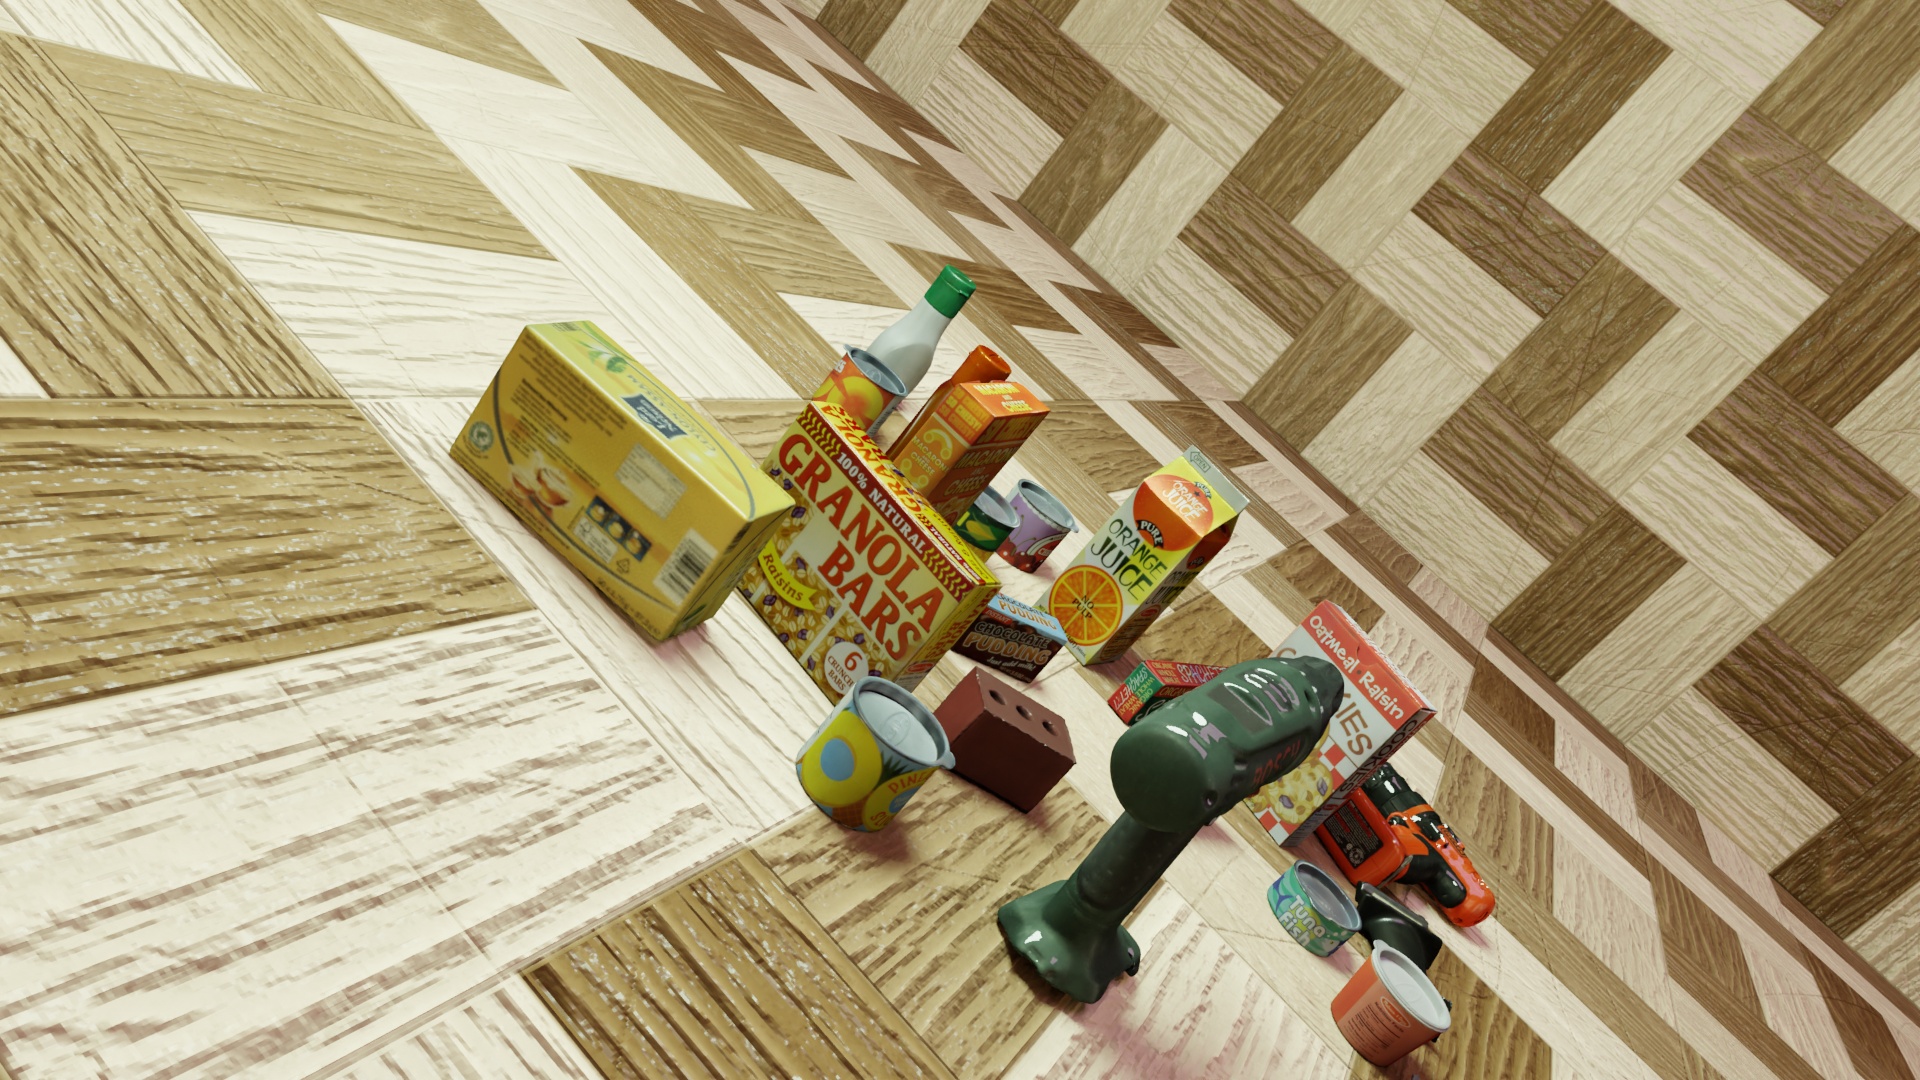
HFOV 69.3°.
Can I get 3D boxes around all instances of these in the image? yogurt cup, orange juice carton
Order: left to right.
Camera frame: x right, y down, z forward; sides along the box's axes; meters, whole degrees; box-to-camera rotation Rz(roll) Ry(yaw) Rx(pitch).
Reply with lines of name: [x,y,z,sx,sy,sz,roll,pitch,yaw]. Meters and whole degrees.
orange juice carton: [0.157,0.013,1.174,0.072,0.192,0.073,48,20,22]
yogurt cup: [0.293,0.323,0.956,0.072,0.053,0.073,35,20,-14]

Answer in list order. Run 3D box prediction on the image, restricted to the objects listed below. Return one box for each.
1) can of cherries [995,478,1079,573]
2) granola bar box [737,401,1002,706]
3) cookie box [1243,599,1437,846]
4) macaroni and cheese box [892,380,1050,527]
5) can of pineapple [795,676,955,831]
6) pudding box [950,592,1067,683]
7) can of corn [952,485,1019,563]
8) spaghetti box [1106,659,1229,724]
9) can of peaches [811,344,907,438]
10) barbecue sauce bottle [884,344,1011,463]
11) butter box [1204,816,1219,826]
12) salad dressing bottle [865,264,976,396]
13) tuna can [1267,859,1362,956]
can of cherries: [0.063,-0.011,1.258,0.071,0.058,0.072,35,20,-14]
granola bar box: [-0.071,0.013,0.862,0.166,0.124,0.039,48,20,21]
cookie box: [0.290,0.152,1.153,0.040,0.167,0.123,16,30,-50]
macaroni and cheese box: [-0.018,-0.044,1.020,0.040,0.166,0.124,44,19,11]
can of pineapple: [-0.048,0.120,0.771,0.071,0.057,0.071,35,20,-14]
pudding box: [0.033,0.069,1.041,0.083,0.049,0.030,27,23,-33]
can of corn: [0.004,-0.015,1.158,0.071,0.058,0.071,35,20,-14]
spaghetti box: [0.210,0.135,1.219,0.250,0.050,0.029,11,35,-54]
can of peaches: [-0.092,-0.131,1.237,0.071,0.058,0.071,35,20,-14]
barbecue sauce bottle: [-0.017,-0.097,1.165,0.044,0.148,0.065,41,19,4]
butter box: [0.170,0.183,1.037,0.103,0.053,0.024,21,27,-43]
salad dressing bottle: [-0.042,-0.197,1.336,0.064,0.147,0.044,21,26,-43]
tuna can: [0.263,0.275,1.037,0.071,0.032,0.071,35,20,-14]
